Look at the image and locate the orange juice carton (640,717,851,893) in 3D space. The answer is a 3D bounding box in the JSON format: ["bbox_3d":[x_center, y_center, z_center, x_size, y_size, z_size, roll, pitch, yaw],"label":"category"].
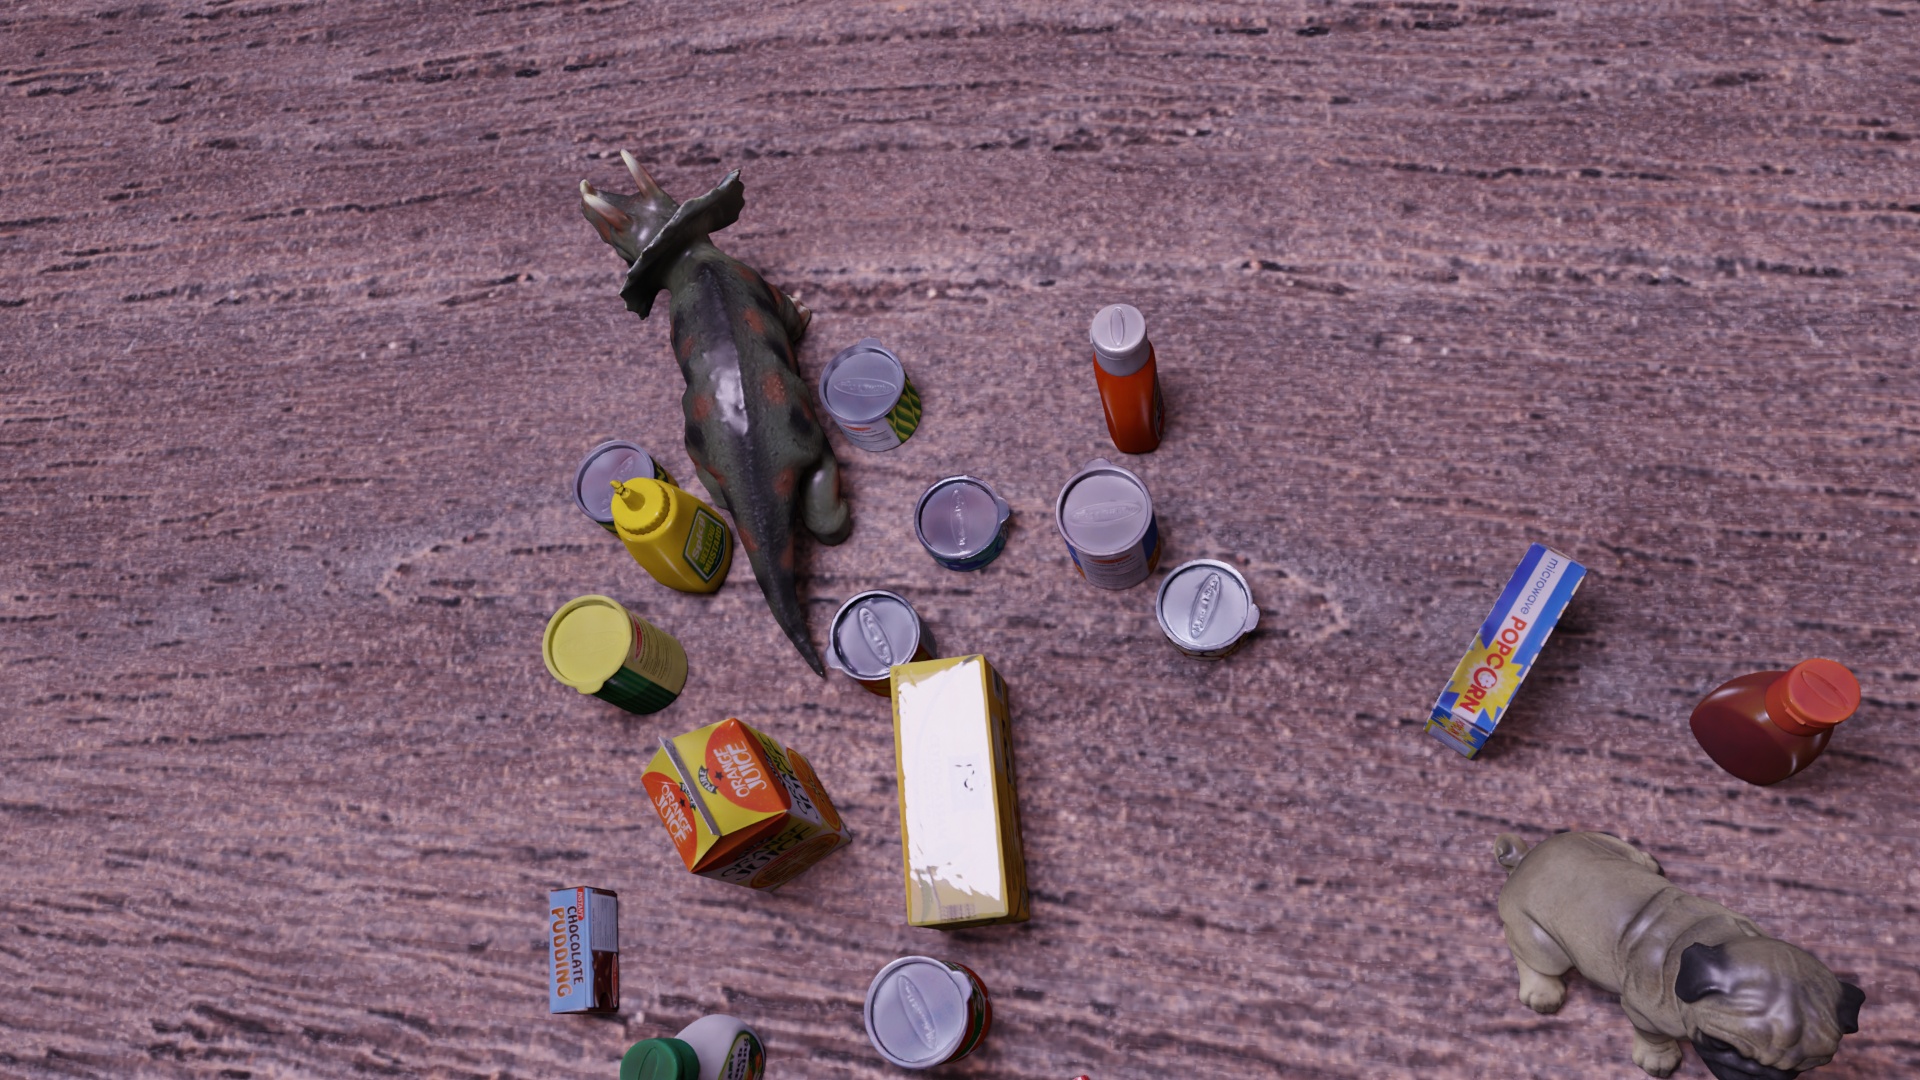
[{"bbox_3d":[-0.142,0.173,0.904,0.073,0.192,0.072,-33,68,0],"label":"orange juice carton"}]

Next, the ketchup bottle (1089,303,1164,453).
[{"bbox_3d":[0.117,-0.115,0.973,0.043,0.148,0.065,-5,71,11],"label":"ketchup bottle"}]

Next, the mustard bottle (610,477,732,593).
[{"bbox_3d":[-0.213,-0.009,1.001,0.049,0.160,0.065,9,74,15],"label":"mustard bottle"}]

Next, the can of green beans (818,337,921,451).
[{"bbox_3d":[-0.068,-0.108,1.060,0.071,0.057,0.071,-4,70,11],"label":"can of green beans"}]

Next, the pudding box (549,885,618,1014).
[{"bbox_3d":[-0.262,0.286,0.967,0.030,0.049,0.084,-10,69,9],"label":"pudding box"}]

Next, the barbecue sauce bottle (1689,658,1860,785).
[{"bbox_3d":[0.481,0.104,0.818,0.044,0.148,0.065,-41,68,-3],"label":"barbecue sauce bottle"}]

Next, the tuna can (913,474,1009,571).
[{"bbox_3d":[0.004,-0.013,1.024,0.071,0.032,0.071,-4,70,11],"label":"tuna can"}]

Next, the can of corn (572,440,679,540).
[{"bbox_3d":[-0.254,-0.035,1.074,0.071,0.058,0.071,-4,70,11],"label":"can of corn"}]

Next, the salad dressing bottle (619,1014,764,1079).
[{"bbox_3d":[-0.168,0.333,0.877,0.044,0.147,0.064,11,74,16],"label":"salad dressing bottle"}]

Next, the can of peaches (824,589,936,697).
[{"bbox_3d":[-0.057,0.075,0.992,0.071,0.058,0.071,-4,70,11],"label":"can of peaches"}]

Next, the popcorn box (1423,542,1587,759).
[{"bbox_3d":[0.348,0.072,0.892,0.038,0.085,0.127,31,80,20],"label":"popcorn box"}]

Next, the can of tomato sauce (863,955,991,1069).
[{"bbox_3d":[-0.018,0.301,0.891,0.071,0.083,0.071,-4,71,11],"label":"can of tomato sauce"}]

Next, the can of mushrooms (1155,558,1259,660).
[{"bbox_3d":[0.172,0.050,0.965,0.071,0.033,0.071,-4,70,11],"label":"can of mushrooms"}]

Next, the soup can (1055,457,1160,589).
[{"bbox_3d":[0.105,-0.010,0.974,0.071,0.083,0.071,-4,71,11],"label":"soup can"}]

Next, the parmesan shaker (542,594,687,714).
[{"bbox_3d":[-0.248,0.087,1.005,0.071,0.103,0.071,-4,71,11],"label":"parmesan shaker"}]
